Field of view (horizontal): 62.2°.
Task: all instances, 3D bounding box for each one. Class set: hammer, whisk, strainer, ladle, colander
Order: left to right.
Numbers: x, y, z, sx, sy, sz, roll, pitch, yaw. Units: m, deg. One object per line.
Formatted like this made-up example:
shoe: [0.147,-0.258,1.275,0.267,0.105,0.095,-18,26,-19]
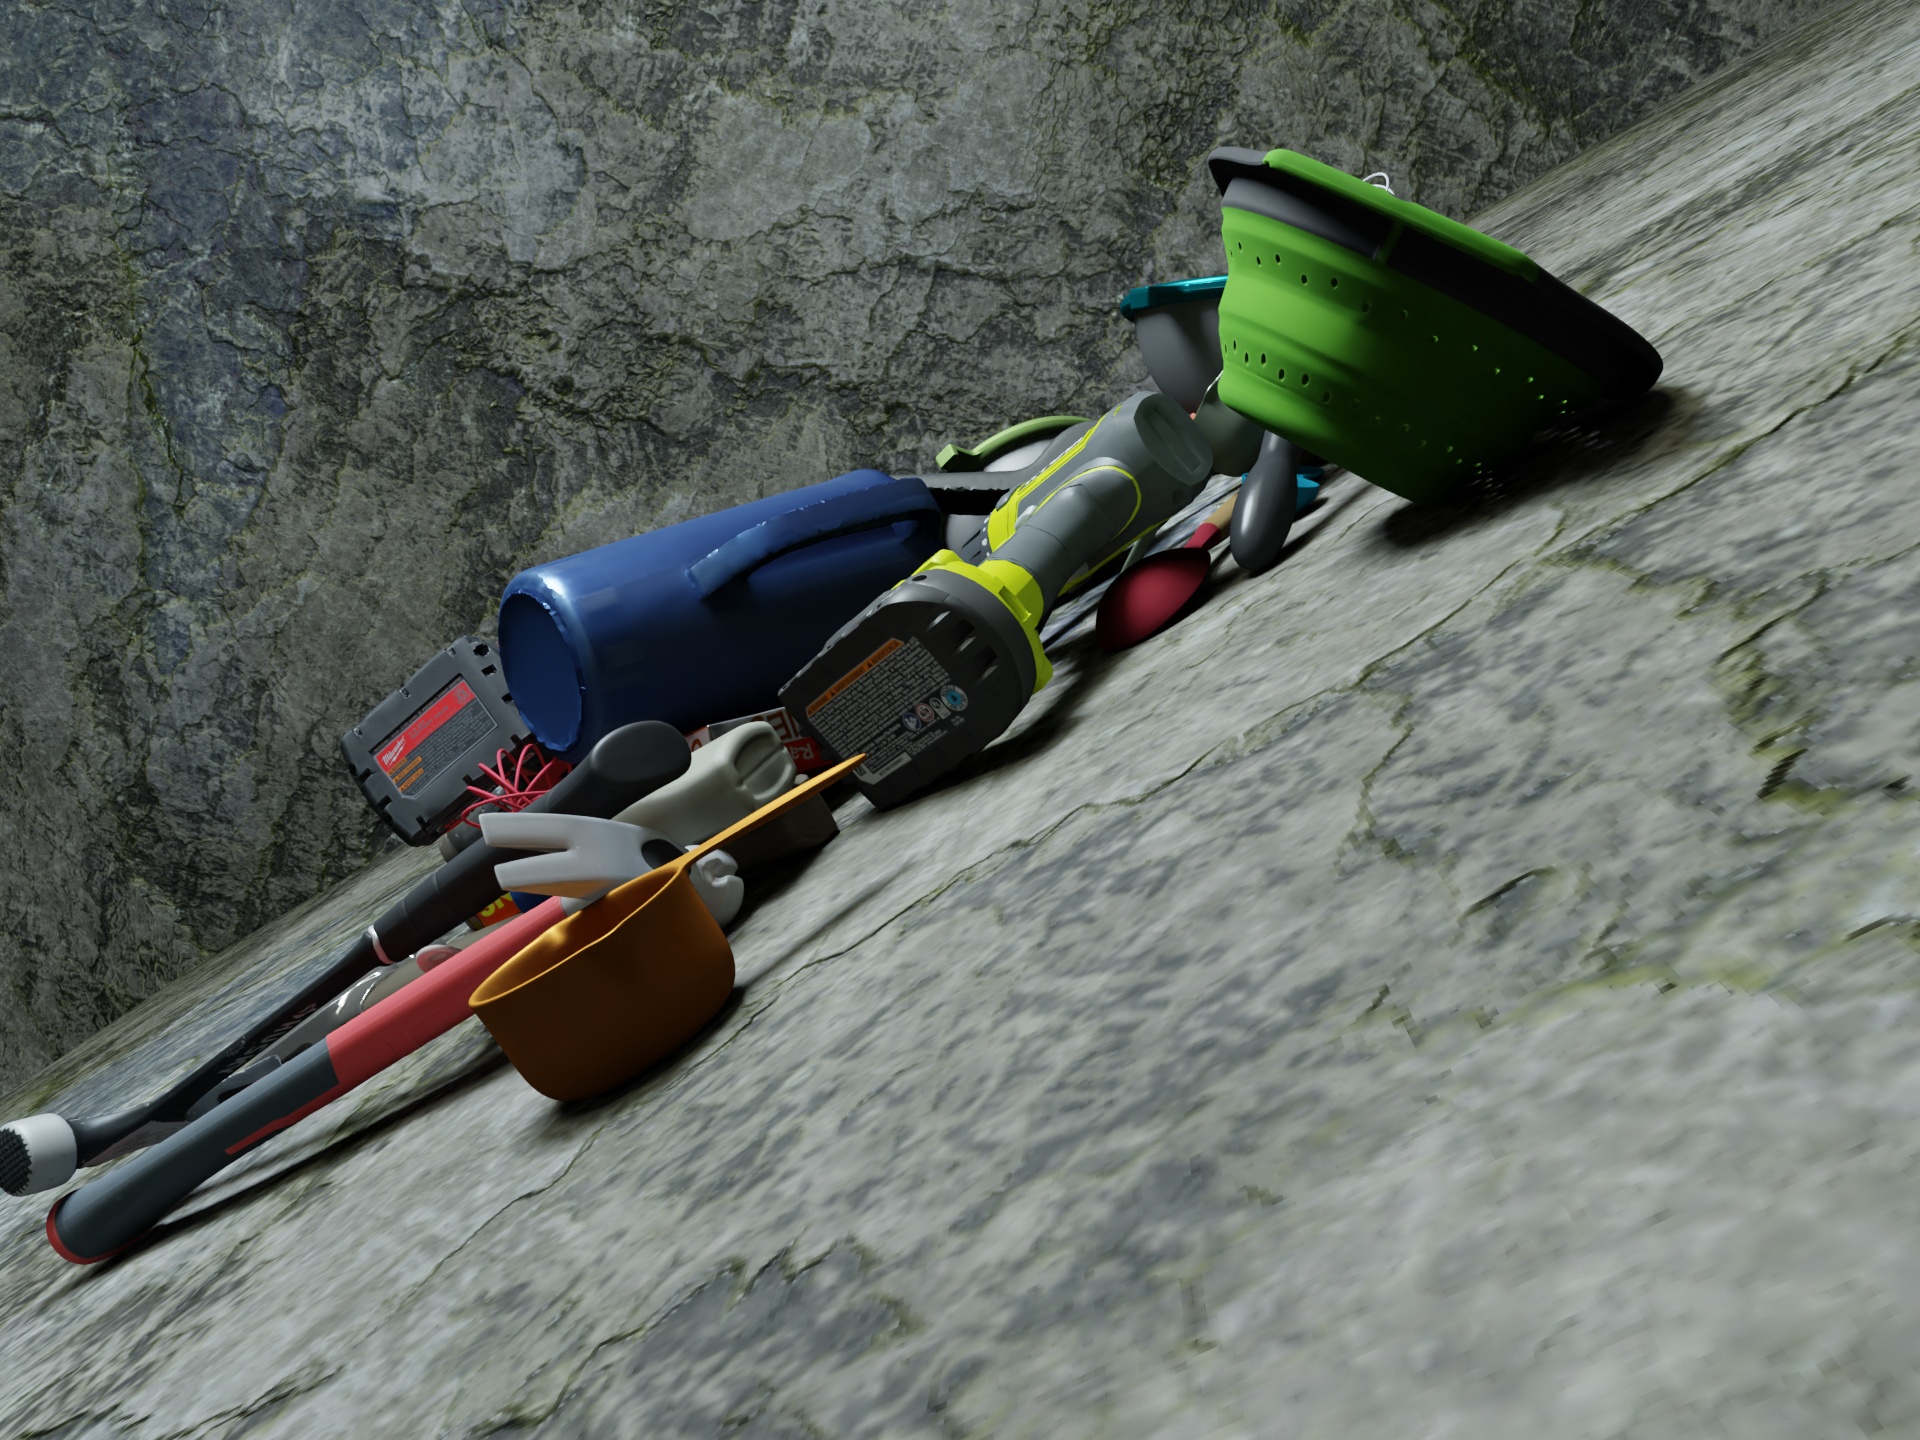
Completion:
hammer: [-0.283,0.149,0.699,0.386,0.038,0.143,-32,-23,18]
hammer: [-0.277,0.114,0.746,0.409,0.036,0.149,-34,-14,24]
hammer: [-0.227,0.117,0.852,0.410,0.038,0.146,-24,12,35]
whisk: [-0.247,0.068,0.970,0.073,0.073,0.295,-33,-7,-11]
strainer: [0.109,-0.141,1.083,0.256,0.069,0.151,-15,-36,-9]
ladle: [0.151,-0.112,0.898,0.069,0.031,0.315,-25,9,37]
strainer: [0.217,-0.234,1.091,0.211,0.095,0.340,1,5,7]
whisk: [0.183,-0.190,0.837,0.070,0.070,0.285,-21,40,48]
colander: [0.207,-0.159,0.745,0.094,0.204,0.397,-64,-18,15]

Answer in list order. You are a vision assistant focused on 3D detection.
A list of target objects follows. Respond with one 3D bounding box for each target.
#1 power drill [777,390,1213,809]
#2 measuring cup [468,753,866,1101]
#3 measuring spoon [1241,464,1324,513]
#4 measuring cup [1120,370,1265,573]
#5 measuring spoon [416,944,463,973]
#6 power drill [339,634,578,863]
power drill: [0.012,-0.058,0.793,0.190,0.080,0.228,-35,10,44]
measuring cup: [-0.092,0.075,0.588,0.173,0.052,0.095,-33,9,-25]
measuring spoon: [0.189,-0.131,0.906,0.042,0.021,0.128,12,17,19]
measuring cup: [0.146,-0.139,0.934,0.167,0.038,0.083,-60,-18,14]
measuring spoon: [-0.233,0.116,0.754,0.034,0.018,0.124,-22,-19,-5]
power drill: [-0.301,0.033,1.029,0.188,0.080,0.226,-40,-10,6]
